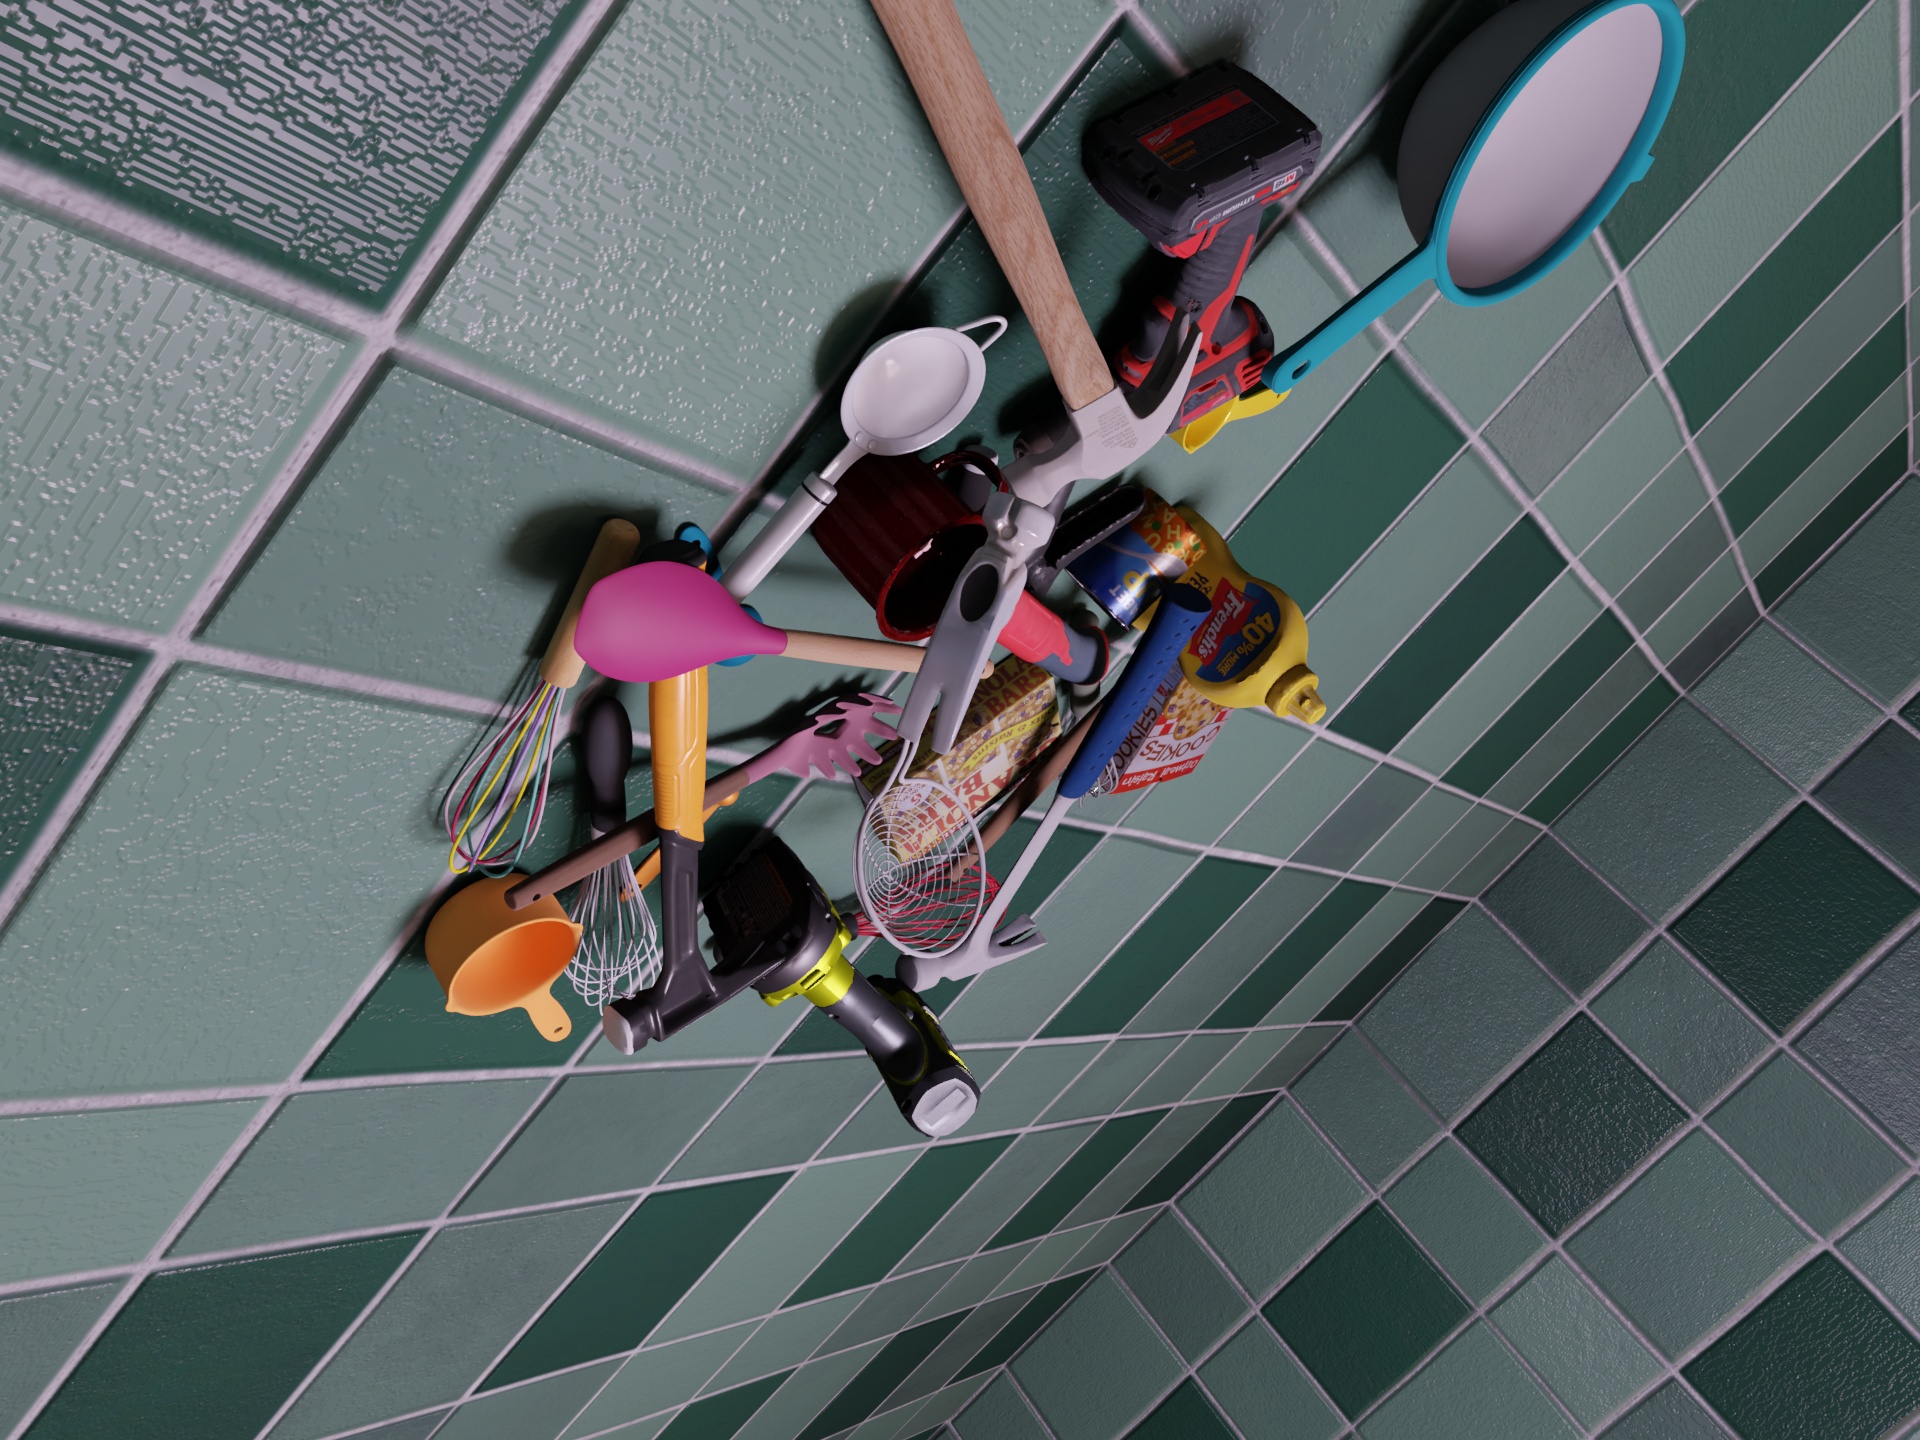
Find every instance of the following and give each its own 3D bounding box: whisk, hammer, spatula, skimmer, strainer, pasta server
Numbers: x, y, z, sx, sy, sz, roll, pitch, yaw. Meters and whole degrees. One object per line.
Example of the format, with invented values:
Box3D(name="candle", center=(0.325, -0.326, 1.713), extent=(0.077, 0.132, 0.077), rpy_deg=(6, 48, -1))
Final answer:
Box3D(name="whisk", center=(-0.224, 0.091, 1.020), extent=(0.070, 0.070, 0.284), rpy_deg=(-23, 142, -31))
Box3D(name="hammer", center=(0.029, -0.246, 0.788), extent=(0.130, 0.031, 0.331), rpy_deg=(-30, 137, 3))
Box3D(name="whisk", center=(-0.076, 0.166, 1.314), extent=(0.295, 0.073, 0.073), rpy_deg=(-7, 137, -40))
Box3D(name="spatula", center=(0.097, 0.008, 1.260), extent=(0.316, 0.018, 0.059), rpy_deg=(-48, 147, 2))
Box3D(name="skimmer", center=(-0.002, -0.003, 1.066), extent=(0.127, 0.090, 0.363), rpy_deg=(-26, 140, -46))
Box3D(name="hammer", center=(0.046, -0.040, 1.026), extent=(0.143, 0.038, 0.386), rpy_deg=(-67, 167, 1))
Box3D(name="hammer", center=(-0.159, 0.045, 0.940), extent=(0.127, 0.034, 0.336), rpy_deg=(-28, 136, -39))
Box3D(name="strainer", center=(-0.075, -0.137, 0.885), extent=(0.258, 0.050, 0.086), rpy_deg=(-47, 144, 12))
Box3D(name="pasta server", center=(-0.153, 0.049, 1.008), extent=(0.316, 0.040, 0.060), rpy_deg=(-30, 143, -45))
Box3D(name="whisk", center=(-0.233, -0.005, 0.884), extent=(0.047, 0.051, 0.245), rpy_deg=(3, 127, -45))
Box3D(name="hammer", center=(0.083, 0.061, 1.230), extent=(0.144, 0.035, 0.405), rpy_deg=(-8, 138, -43))
Box3D(name="strainer", center=(0.304, -0.341, 1.022), extent=(0.340, 0.095, 0.210), rpy_deg=(-39, 151, -2))
Box3D(name="whisk", center=(0.101, -0.007, 1.304), extent=(0.246, 0.059, 0.058), rpy_deg=(83, 23, -53))

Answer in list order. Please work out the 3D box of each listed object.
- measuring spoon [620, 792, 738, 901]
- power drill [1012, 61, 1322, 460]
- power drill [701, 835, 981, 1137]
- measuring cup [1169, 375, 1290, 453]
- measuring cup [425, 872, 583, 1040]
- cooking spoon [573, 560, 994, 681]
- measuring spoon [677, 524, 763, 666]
Box3D(name="measuring spoon", center=(-0.193, 0.086, 1.095), extent=(0.117, 0.011, 0.021), rpy_deg=(-45, 152, 7))
Box3D(name="power drill", center=(0.114, -0.248, 0.941), extent=(0.188, 0.080, 0.226), rpy_deg=(-32, 154, -17))
Box3D(name="power drill", center=(-0.087, 0.195, 1.181), extent=(0.080, 0.171, 0.223), rpy_deg=(-41, 122, -1))
Box3D(name="measuring cup", center=(0.191, -0.229, 1.125), extent=(0.156, 0.029, 0.062), rpy_deg=(-26, 151, -50))
Box3D(name="measuring cup", center=(-0.290, 0.160, 1.038), extent=(0.095, 0.052, 0.173), rpy_deg=(-32, 153, -17))
Box3D(name="cooking spoon", center=(-0.085, -0.043, 0.912), extent=(0.318, 0.017, 0.068), rpy_deg=(5, 112, -50))
Box3D(name="measuring spoon", center=(-0.140, -0.069, 0.929), extent=(0.042, 0.021, 0.128), rpy_deg=(-35, 151, -12))
